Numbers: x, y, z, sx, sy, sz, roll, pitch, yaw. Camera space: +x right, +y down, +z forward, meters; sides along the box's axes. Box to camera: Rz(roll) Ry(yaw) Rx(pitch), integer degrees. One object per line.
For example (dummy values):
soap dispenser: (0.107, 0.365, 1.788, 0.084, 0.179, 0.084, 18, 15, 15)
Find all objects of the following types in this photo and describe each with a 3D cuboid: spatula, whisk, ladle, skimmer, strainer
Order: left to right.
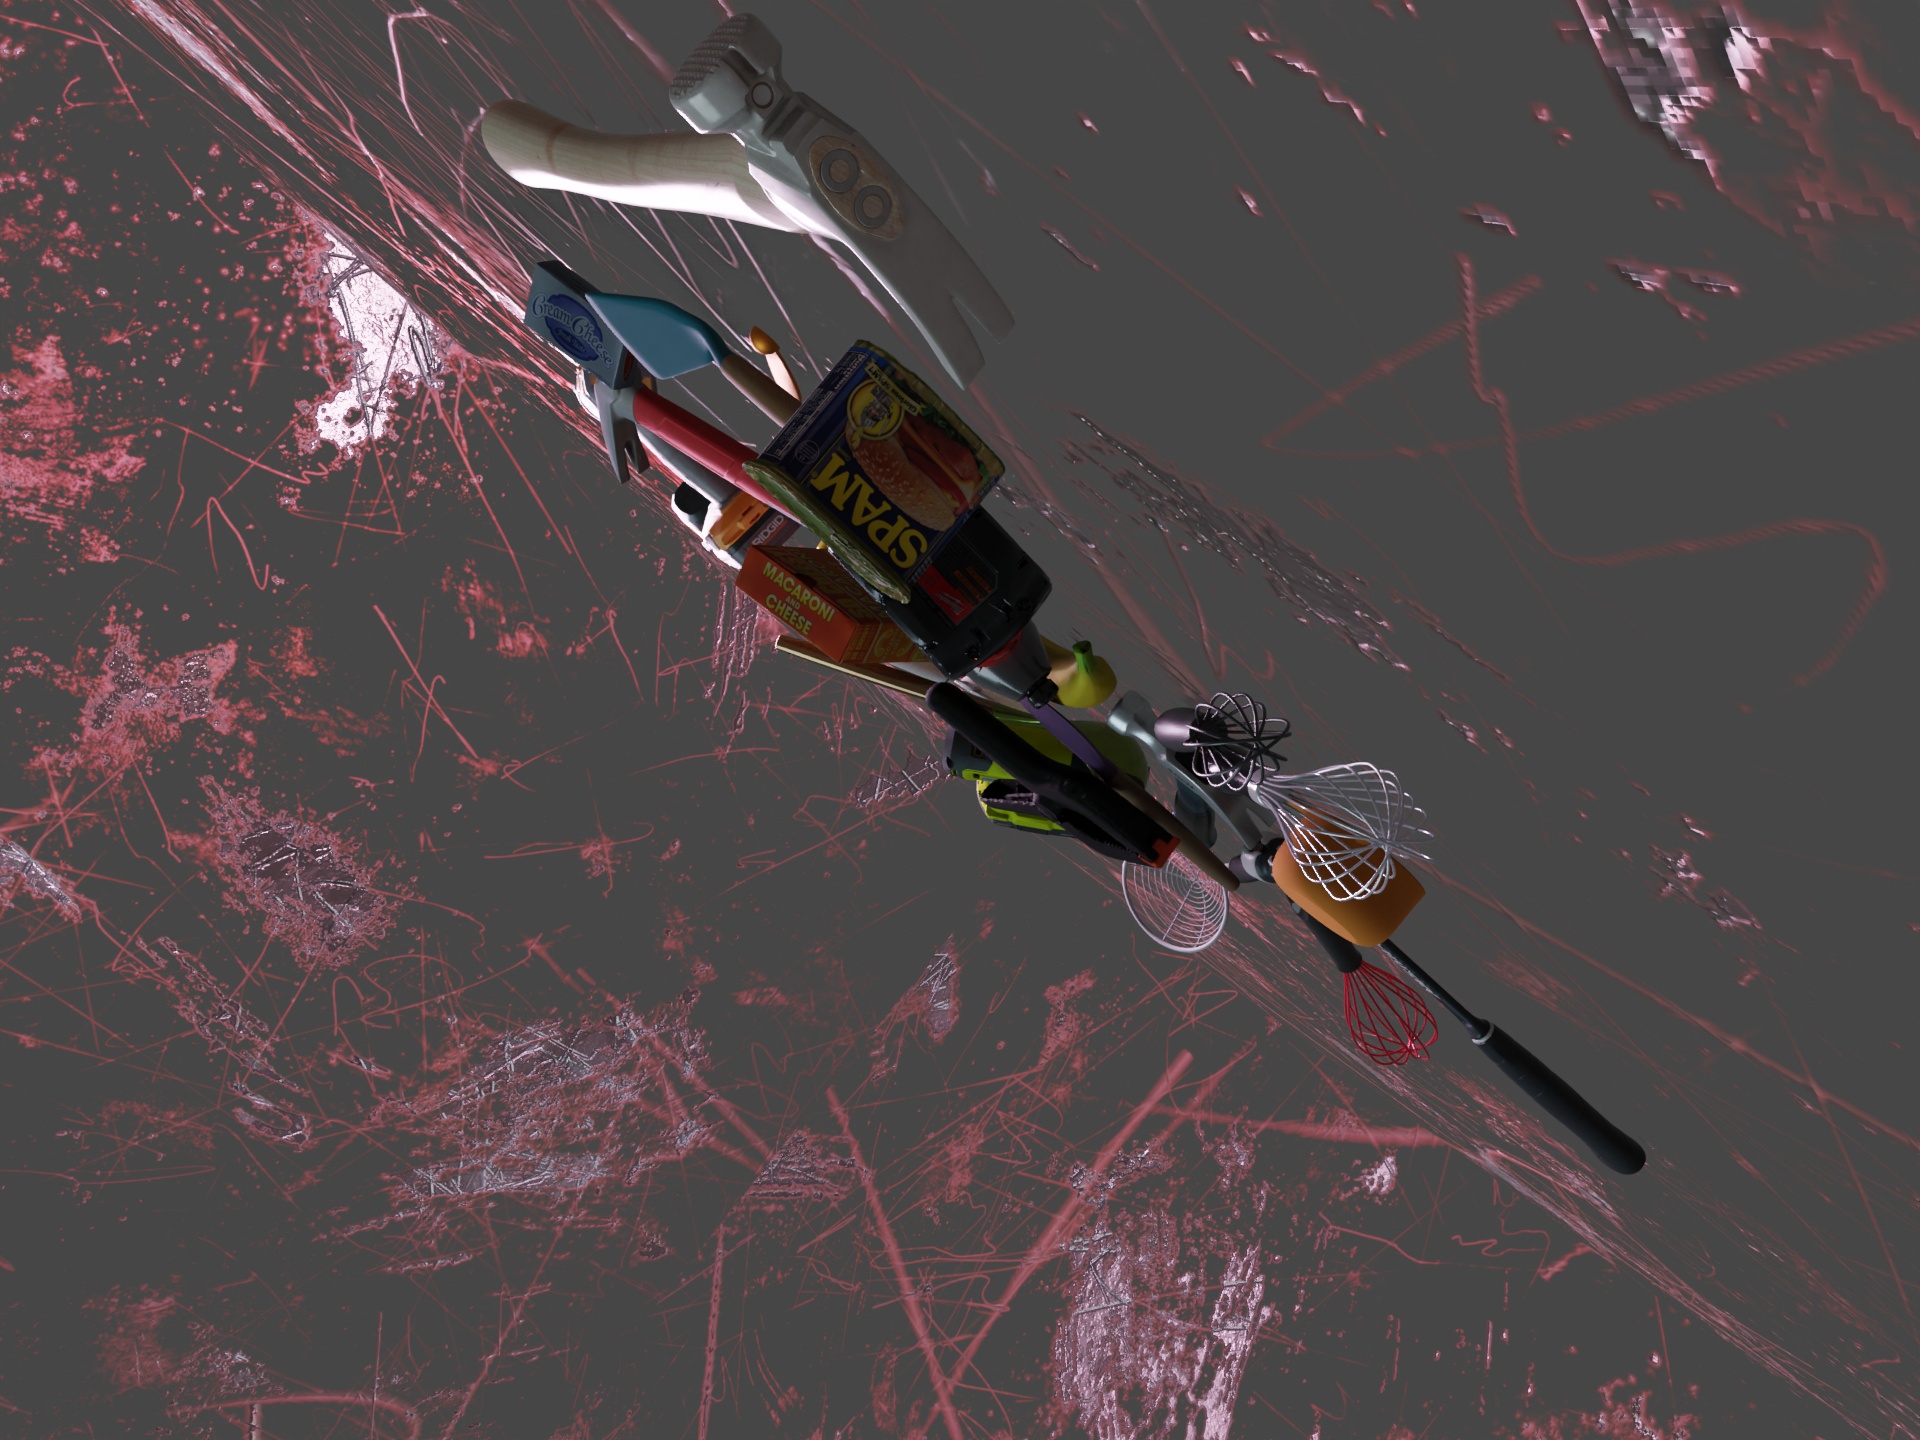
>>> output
spatula: (-0.134, -0.196, 0.959, 0.318, 0.044, 0.082, 43, 175, 45)
strainer: (-0.007, -0.039, 1.367, 0.087, 0.050, 0.258, 30, -175, 40)
ladle: (-0.002, -0.004, 1.274, 0.320, 0.062, 0.078, 18, 168, 7)
spatula: (0.125, 0.052, 1.170, 0.315, 0.018, 0.060, 41, 173, -39)
skimmer: (0.214, 0.149, 1.433, 0.363, 0.090, 0.127, 95, 152, -83)
whisk: (0.140, 0.010, 0.912, 0.055, 0.055, 0.239, 39, 179, -3)
whisk: (0.180, 0.042, 0.874, 0.070, 0.070, 0.285, 40, 180, -10)
whisk: (0.334, 0.213, 1.345, 0.073, 0.073, 0.295, 34, 167, 50)

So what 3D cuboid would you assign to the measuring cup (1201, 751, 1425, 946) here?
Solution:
measuring cup: (0.205, 0.078, 1.005, 0.174, 0.052, 0.095, 35, 175, 22)

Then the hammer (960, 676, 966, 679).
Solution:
hammer: (-0.020, -0.066, 1.526, 0.149, 0.037, 0.358, 36, 175, 35)

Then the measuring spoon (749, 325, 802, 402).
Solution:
measuring spoon: (-0.111, -0.209, 0.957, 0.021, 0.011, 0.117, 38, 176, 7)

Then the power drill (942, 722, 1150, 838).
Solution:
power drill: (0.082, 0.049, 1.416, 0.171, 0.080, 0.223, 9, 169, 8)

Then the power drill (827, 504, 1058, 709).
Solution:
power drill: (0.001, -0.072, 0.962, 0.143, 0.078, 0.219, 48, -179, 8)

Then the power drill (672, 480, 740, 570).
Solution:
power drill: (-0.198, -0.165, 1.744, 0.229, 0.080, 0.190, 40, 176, 31)

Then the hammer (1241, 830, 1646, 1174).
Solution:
hammer: (0.380, 0.222, 1.177, 0.408, 0.036, 0.149, 40, 175, -20)

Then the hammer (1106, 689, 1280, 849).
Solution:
hammer: (0.176, 0.059, 1.204, 0.128, 0.033, 0.330, 39, 176, 14)

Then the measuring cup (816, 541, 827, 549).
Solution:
measuring cup: (-0.085, -0.122, 1.516, 0.062, 0.029, 0.156, 35, 173, 45)

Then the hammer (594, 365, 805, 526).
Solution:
hammer: (-0.137, -0.163, 1.201, 0.387, 0.038, 0.143, 33, 145, 25)

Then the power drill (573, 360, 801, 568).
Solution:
power drill: (-0.254, -0.239, 1.424, 0.226, 0.084, 0.185, 45, 174, -18)

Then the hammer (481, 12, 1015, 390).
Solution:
hammer: (-0.125, -0.232, 0.692, 0.146, 0.038, 0.411, 40, 176, -35)
